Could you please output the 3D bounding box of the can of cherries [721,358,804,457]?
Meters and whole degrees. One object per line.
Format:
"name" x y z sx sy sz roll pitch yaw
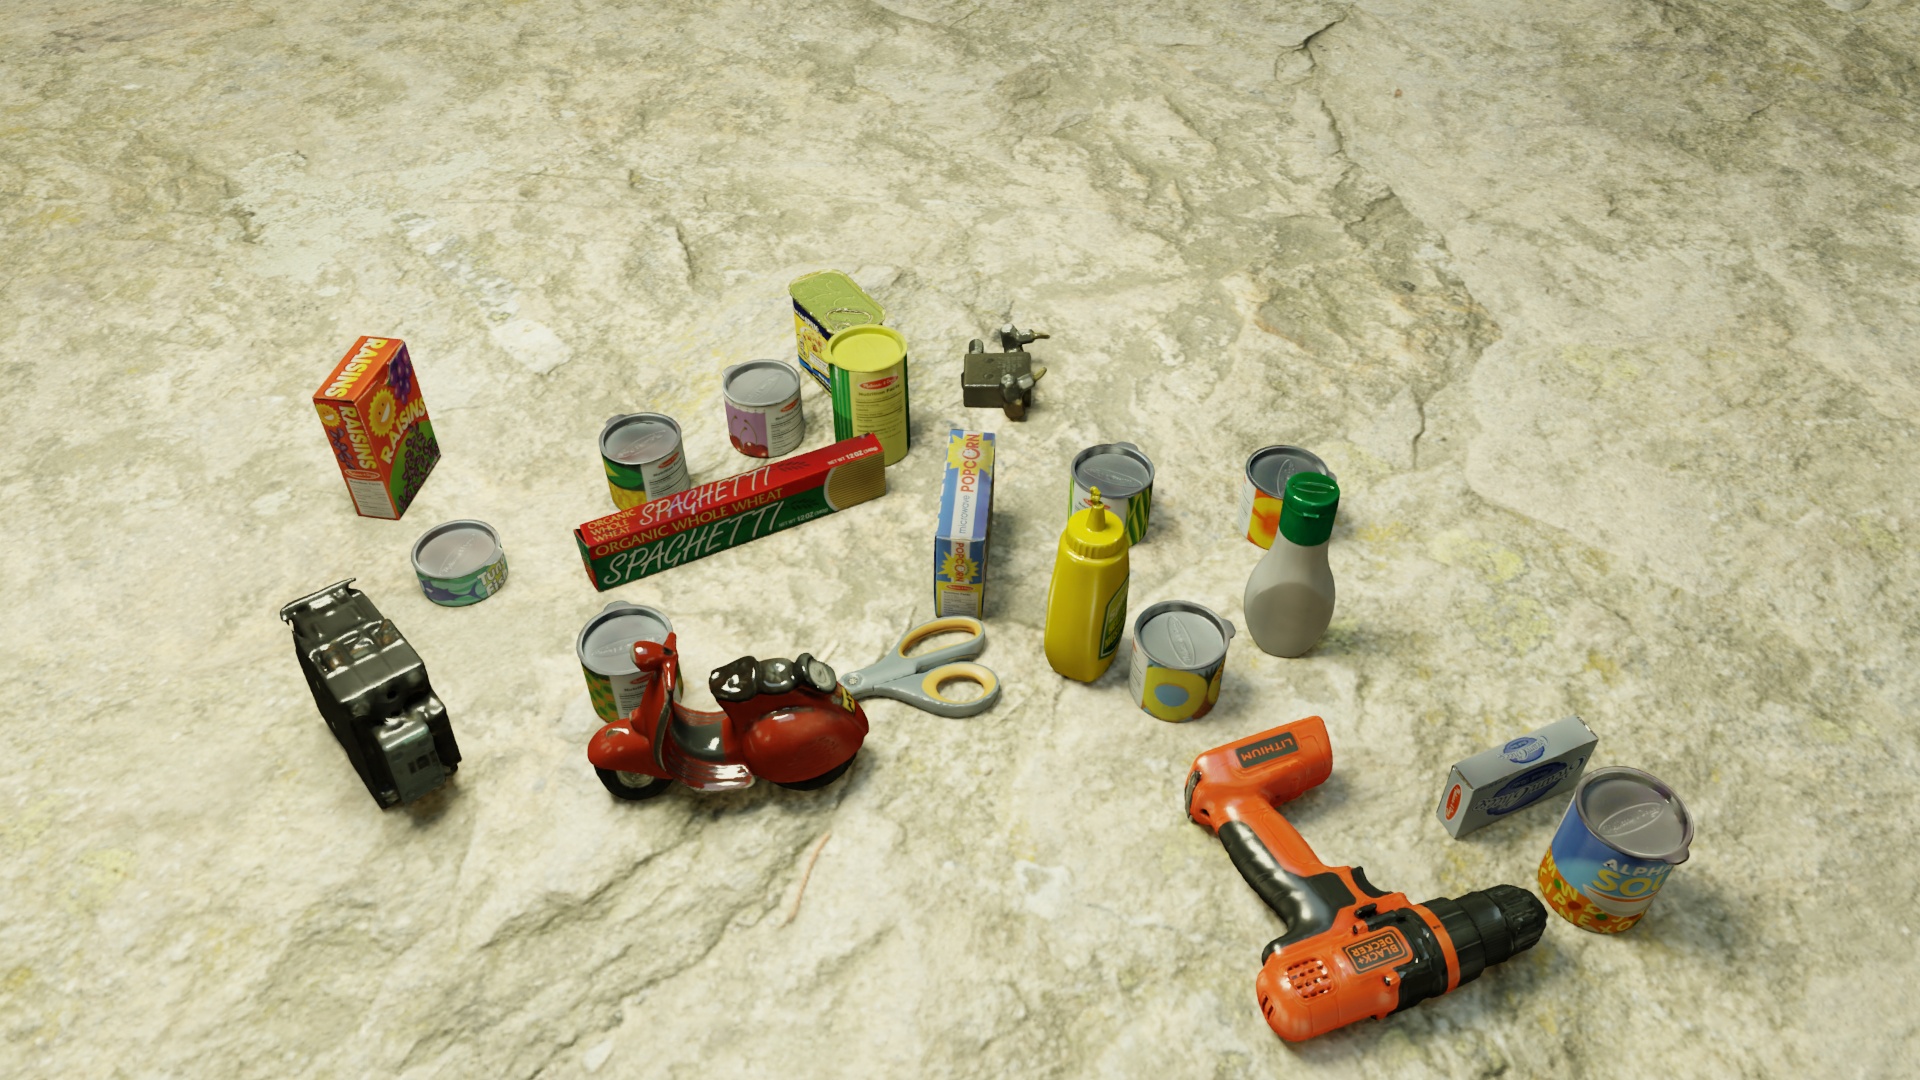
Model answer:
"can of cherries" -0.170 -0.114 1.189 0.071 0.058 0.072 0 43 0

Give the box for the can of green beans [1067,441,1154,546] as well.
"can of green beans" 0.119 -0.034 1.104 0.071 0.057 0.071 0 43 0

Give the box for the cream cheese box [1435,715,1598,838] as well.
"cream cheese box" 0.362 0.154 0.906 0.104 0.053 0.024 -17 46 -18

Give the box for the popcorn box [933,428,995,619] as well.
"popcorn box" 0.004 -0.013 1.061 0.038 0.084 0.127 3 43 3

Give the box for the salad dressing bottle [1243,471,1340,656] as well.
"salad dressing bottle" 0.238 0.018 0.983 0.064 0.146 0.044 7 44 8

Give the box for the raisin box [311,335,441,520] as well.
"raisin box" -0.466 -0.090 1.115 0.040 0.122 0.086 6 43 7

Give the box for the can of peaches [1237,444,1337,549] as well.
"can of peaches" 0.258 -0.033 1.103 0.071 0.057 0.071 0 43 0

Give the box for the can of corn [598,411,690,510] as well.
"can of corn" -0.259 -0.063 1.134 0.071 0.058 0.071 0 43 0

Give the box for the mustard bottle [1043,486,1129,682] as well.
"mustard bottle" 0.090 0.027 0.963 0.049 0.159 0.066 20 47 20

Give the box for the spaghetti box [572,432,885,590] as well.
"spaghetti box" -0.176 -0.024 1.098 0.251 0.049 0.029 -20 46 -20

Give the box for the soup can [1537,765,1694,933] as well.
"soup can" 0.398 0.191 0.844 0.071 0.083 0.072 0 43 0

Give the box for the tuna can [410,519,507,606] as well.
"tuna can" -0.381 0.018 1.066 0.071 0.032 0.071 0 43 0

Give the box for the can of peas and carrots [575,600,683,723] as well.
"can of peas and carrots" -0.231 0.086 0.973 0.071 0.058 0.071 0 43 0

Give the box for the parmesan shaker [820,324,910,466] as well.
"parmesan shaker" -0.079 -0.120 1.162 0.071 0.102 0.072 0 43 0

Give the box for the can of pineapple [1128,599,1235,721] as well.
"can of pineapple" 0.154 0.085 0.976 0.071 0.057 0.071 0 43 0
